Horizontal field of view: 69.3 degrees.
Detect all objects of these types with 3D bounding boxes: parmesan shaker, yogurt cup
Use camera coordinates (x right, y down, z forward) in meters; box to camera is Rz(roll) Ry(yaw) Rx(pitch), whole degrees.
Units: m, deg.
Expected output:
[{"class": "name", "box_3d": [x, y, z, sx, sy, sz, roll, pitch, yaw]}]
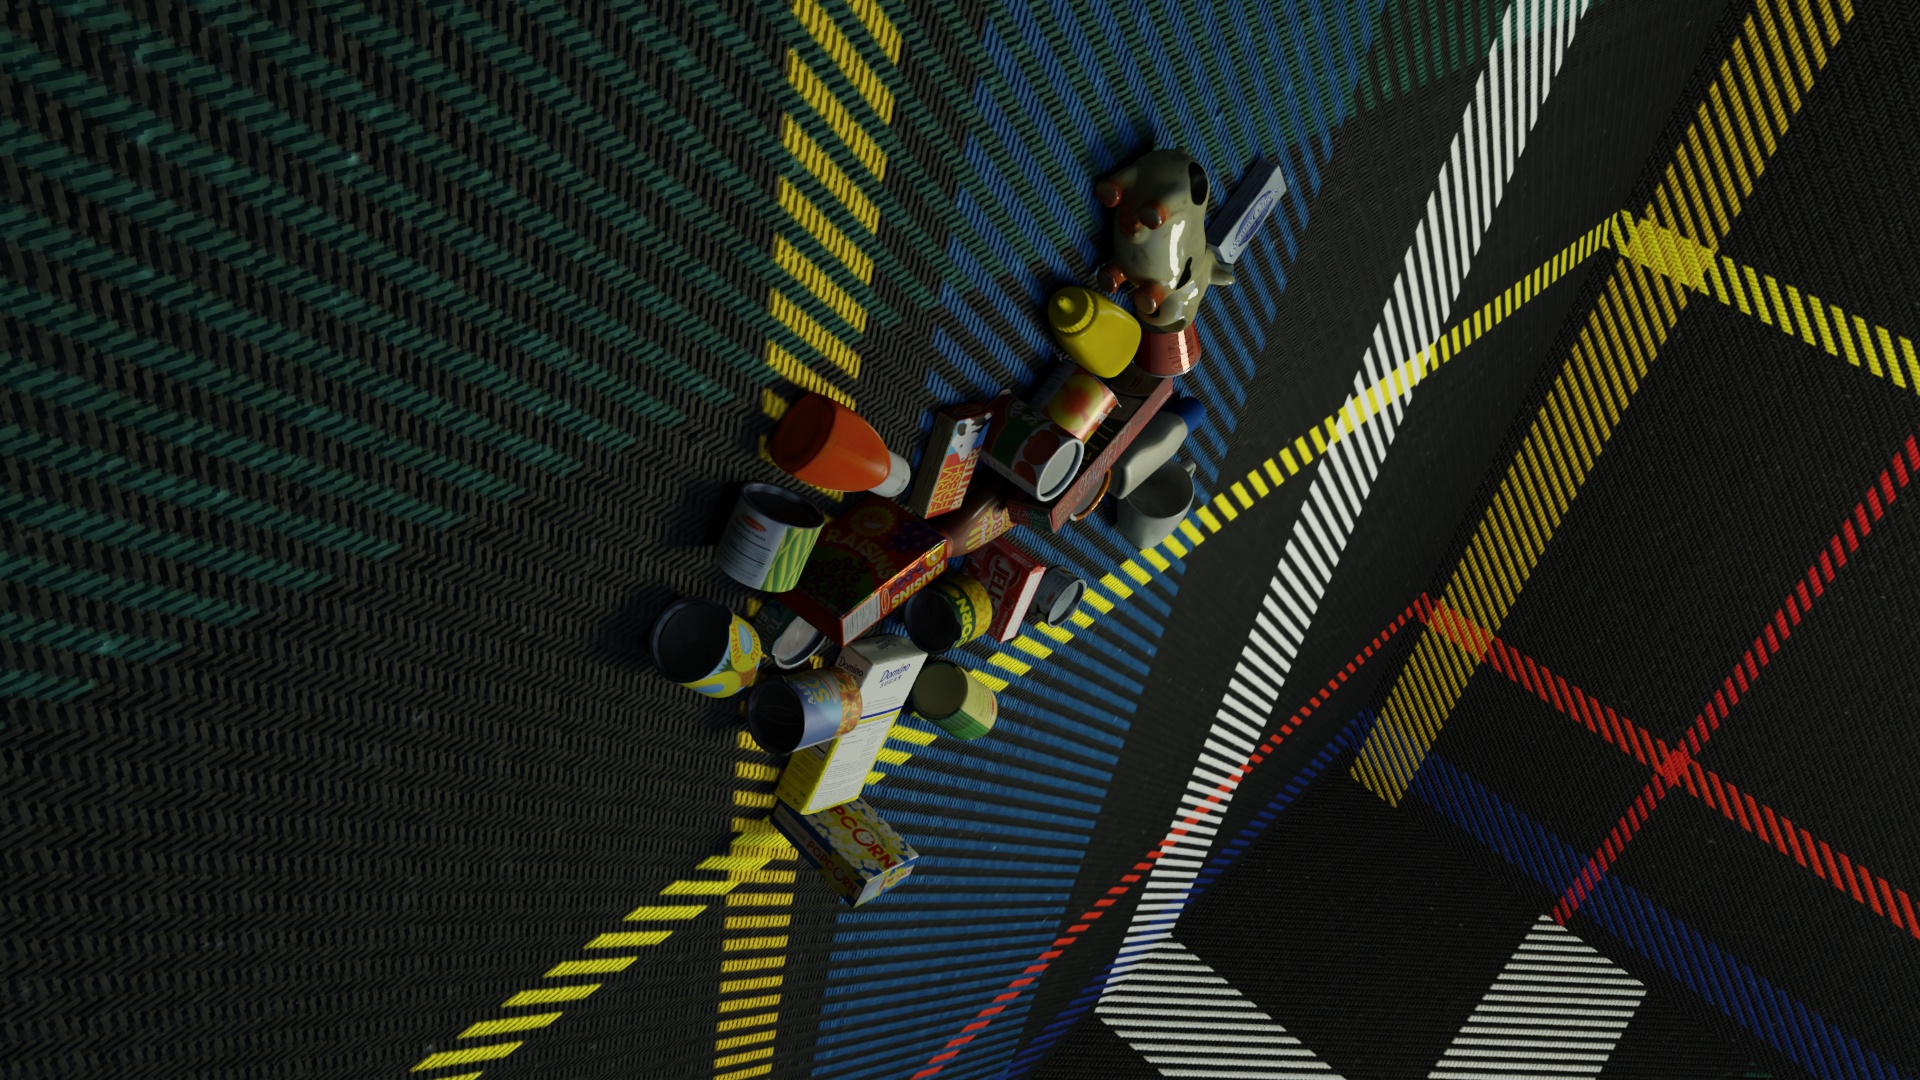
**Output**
[{"class": "parmesan shaker", "box_3d": [-0.008, 0.166, 1.465, 0.071, 0.071, 0.103, -52, 153, -4]}, {"class": "yogurt cup", "box_3d": [0.202, -0.202, 1.368, 0.073, 0.072, 0.053, -42, 144, -23]}]

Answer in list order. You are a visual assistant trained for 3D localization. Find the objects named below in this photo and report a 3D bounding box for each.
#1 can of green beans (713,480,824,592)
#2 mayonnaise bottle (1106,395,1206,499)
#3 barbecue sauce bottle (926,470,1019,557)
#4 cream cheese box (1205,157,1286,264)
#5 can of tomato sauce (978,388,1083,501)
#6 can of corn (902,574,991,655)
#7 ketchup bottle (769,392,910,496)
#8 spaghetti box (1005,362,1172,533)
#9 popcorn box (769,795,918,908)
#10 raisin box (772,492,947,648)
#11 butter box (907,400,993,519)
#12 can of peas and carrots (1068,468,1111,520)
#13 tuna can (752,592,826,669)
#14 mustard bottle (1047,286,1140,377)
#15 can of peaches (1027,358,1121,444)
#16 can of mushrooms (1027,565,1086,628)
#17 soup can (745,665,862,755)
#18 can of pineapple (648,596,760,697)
[{"class": "can of green beans", "box_3d": [-0.142, -0.003, 1.027, 0.071, 0.071, 0.057, -8, 129, -56]}, {"class": "mayonnaise bottle", "box_3d": [0.213, -0.108, 1.529, 0.149, 0.041, 0.064, -39, 152, -30]}, {"class": "barbecue sauce bottle", "box_3d": [0.005, -0.016, 1.284, 0.149, 0.044, 0.064, -33, 144, -37]}, {"class": "cream cheese box", "box_3d": [0.285, -0.329, 1.398, 0.104, 0.024, 0.053, -54, 153, 0]}, {"class": "can of tomato sauce", "box_3d": [0.060, -0.085, 1.246, 0.071, 0.083, 0.070, -40, 151, -27]}, {"class": "can of corn", "box_3d": [-0.010, 0.071, 1.334, 0.058, 0.071, 0.070, -21, 139, -50]}, {"class": "ketchup bottle", "box_3d": [-0.086, -0.065, 1.071, 0.064, 0.043, 0.149, -55, 155, 5]}, {"class": "spaghetti box", "box_3d": [0.128, -0.093, 1.334, 0.251, 0.050, 0.028, -48, 141, -38]}, {"class": "popcorn box", "box_3d": [-0.114, 0.292, 1.364, 0.085, 0.127, 0.038, -10, 134, -55]}, {"class": "raisin box", "box_3d": [-0.082, 0.021, 1.133, 0.124, 0.086, 0.039, -37, 145, -32]}, {"class": "butter box", "box_3d": [-0.009, -0.071, 1.216, 0.053, 0.024, 0.103, -20, 138, -48]}, {"class": "can of peas and carrots", "box_3d": [0.110, -0.063, 1.386, 0.071, 0.059, 0.070, -40, 151, -27]}, {"class": "tuna can", "box_3d": [-0.142, 0.072, 1.156, 0.071, 0.033, 0.070, -40, 151, -28]}, {"class": "mustard bottle", "box_3d": [0.114, -0.194, 1.244, 0.065, 0.049, 0.160, -58, 154, 4]}, {"class": "can of peaches", "box_3d": [0.104, -0.124, 1.289, 0.058, 0.071, 0.071, -51, 154, -3]}, {"class": "can of mushrooms", "box_3d": [0.109, 0.064, 1.571, 0.071, 0.033, 0.070, -40, 151, -28]}, {"class": "soup can", "box_3d": [-0.136, 0.145, 1.220, 0.084, 0.071, 0.071, -8, 129, -57]}, {"class": "can of pineapple", "box_3d": [-0.190, 0.081, 1.045, 0.071, 0.071, 0.057, -52, 155, -4]}]
